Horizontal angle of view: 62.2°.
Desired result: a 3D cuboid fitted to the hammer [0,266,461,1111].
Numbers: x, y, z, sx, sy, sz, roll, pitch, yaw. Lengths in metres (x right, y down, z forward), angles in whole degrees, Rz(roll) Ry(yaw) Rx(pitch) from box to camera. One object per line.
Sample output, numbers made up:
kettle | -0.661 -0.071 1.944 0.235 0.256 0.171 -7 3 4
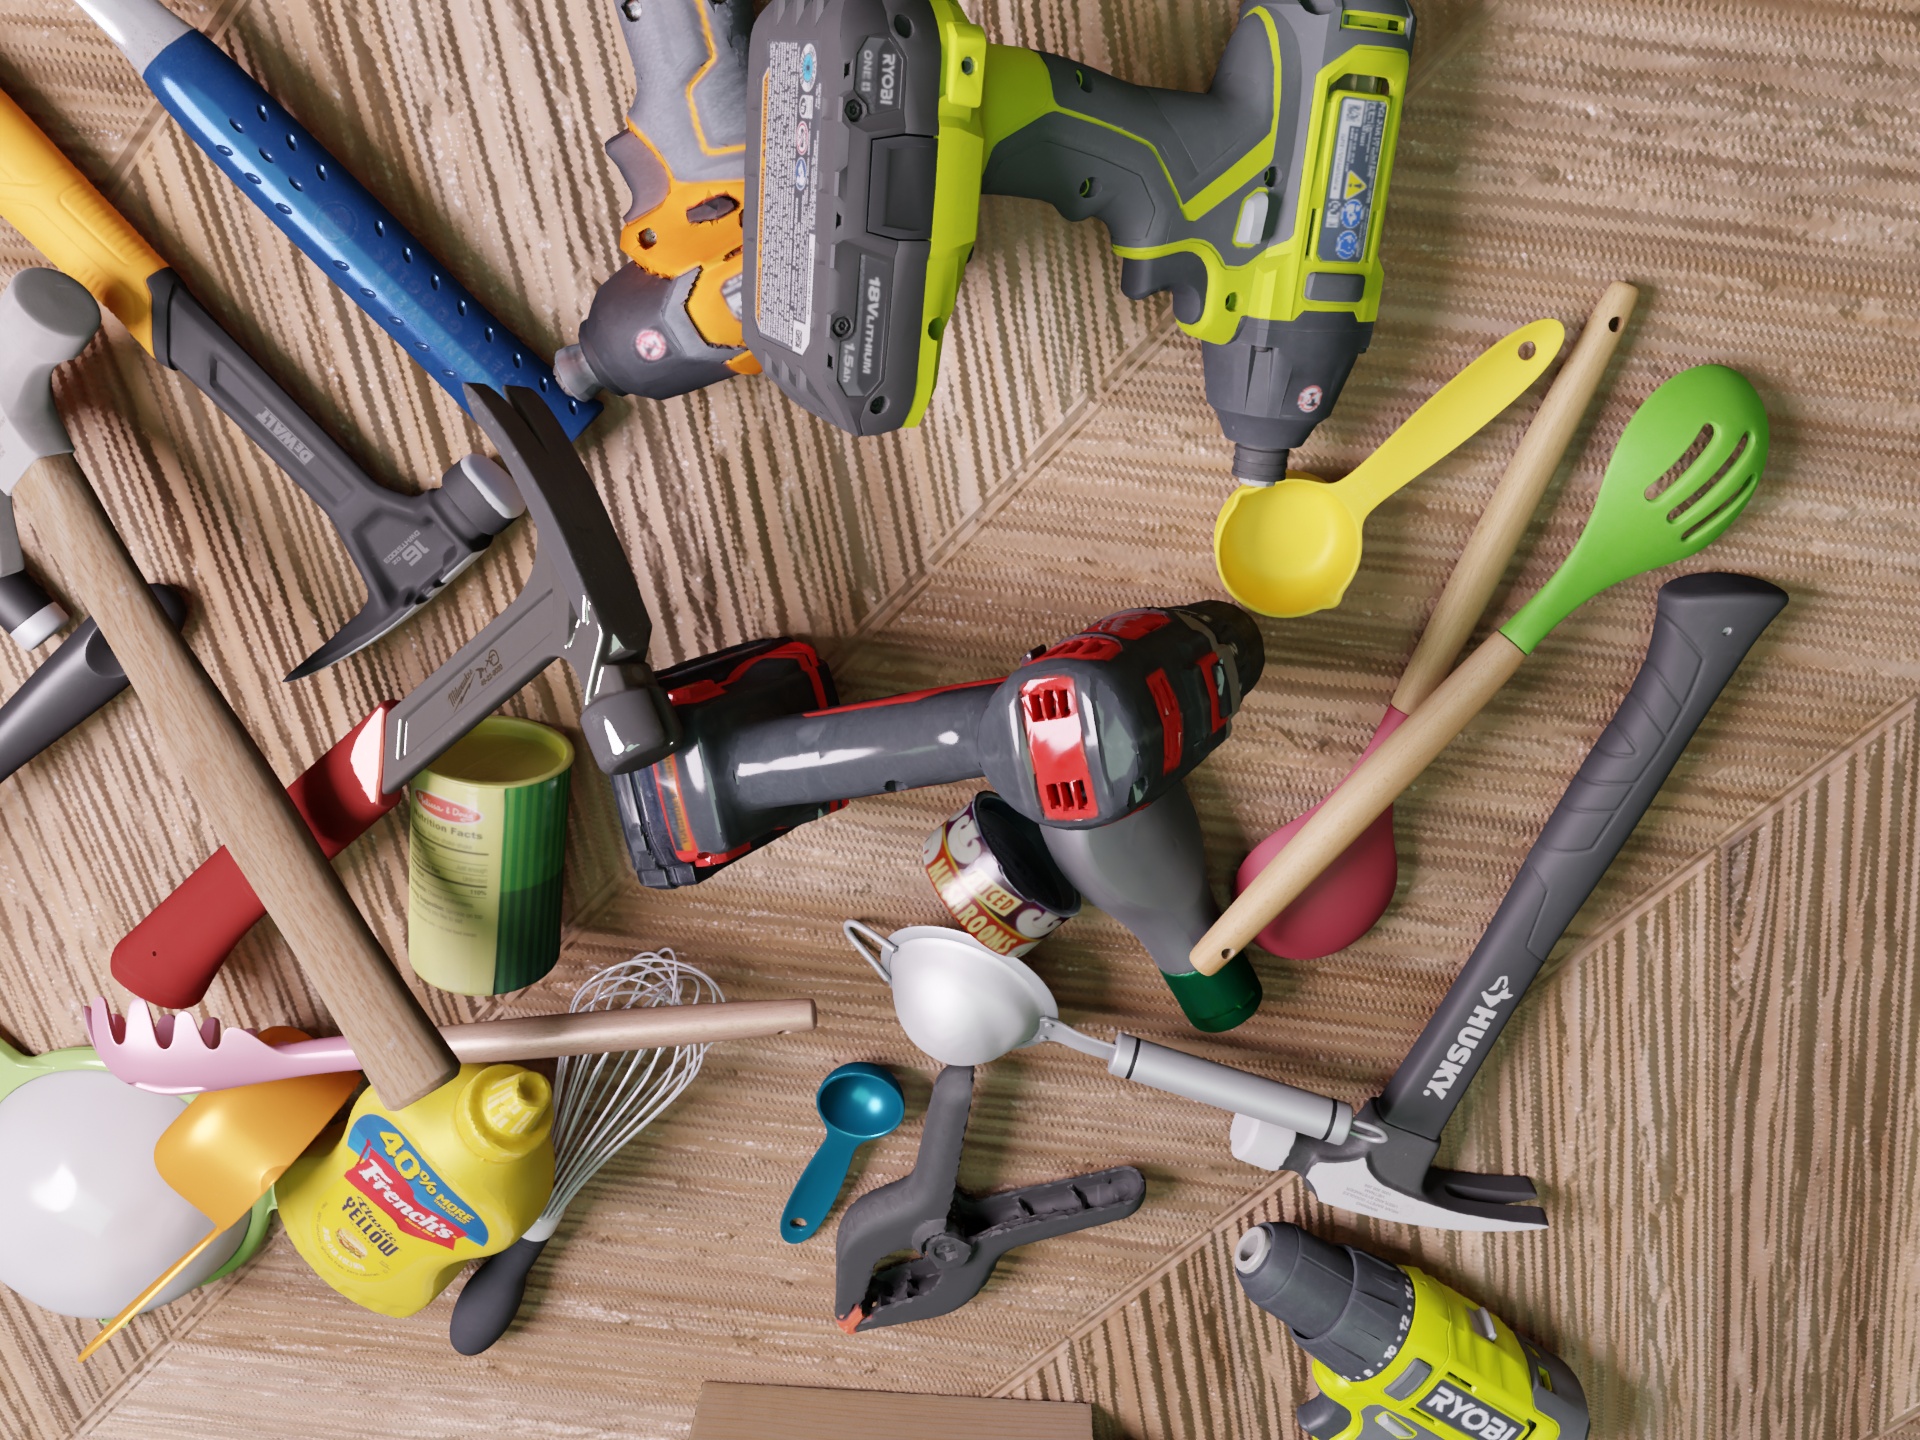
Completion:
hammer | -0.293 0.004 0.609 0.130 0.031 0.331 -32 90 33

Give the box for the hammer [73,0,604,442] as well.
hammer | -0.294 -0.241 0.565 0.144 0.035 0.405 -46 108 -5

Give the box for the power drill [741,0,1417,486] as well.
power drill | 0.046 -0.161 0.533 0.223 0.080 0.171 -6 114 -26

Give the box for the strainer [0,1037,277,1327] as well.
strainer | -0.453 0.200 0.759 0.151 0.069 0.256 -33 109 16

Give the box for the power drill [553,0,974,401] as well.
power drill | -0.117 -0.226 0.555 0.164 0.084 0.226 -25 114 13

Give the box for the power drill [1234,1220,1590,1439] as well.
power drill | 0.168 0.360 0.790 0.190 0.080 0.228 33 108 -12

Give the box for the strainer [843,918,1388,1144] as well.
strainer | 0.064 0.147 0.704 0.258 0.050 0.086 17 140 3

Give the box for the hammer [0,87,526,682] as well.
hammer | -0.330 -0.169 0.615 0.127 0.034 0.336 -37 106 16

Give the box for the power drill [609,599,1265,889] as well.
power drill | -0.001 -0.002 0.607 0.227 0.188 0.080 -8 99 28

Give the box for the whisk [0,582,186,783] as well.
whisk | -0.446 0.039 0.687 0.296 0.073 0.073 -39 106 6

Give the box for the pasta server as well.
pasta server | -0.218 0.130 0.678 0.316 0.060 0.040 -5 71 4

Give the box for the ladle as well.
ladle | 0.196 -0.027 0.651 0.069 0.031 0.315 18 111 -9

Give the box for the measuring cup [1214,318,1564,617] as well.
measuring cup | 0.165 -0.102 0.620 0.156 0.029 0.062 -40 106 15

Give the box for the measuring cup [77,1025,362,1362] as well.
measuring cup | -0.356 0.214 0.730 0.052 0.095 0.173 45 83 -10

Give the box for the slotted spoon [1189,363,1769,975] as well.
slotted spoon | 0.202 -0.010 0.631 0.070 0.031 0.313 35 104 -27

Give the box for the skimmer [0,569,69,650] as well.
skimmer | -0.512 -0.149 0.604 0.127 0.090 0.363 -19 118 46

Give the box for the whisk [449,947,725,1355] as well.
whisk | -0.192 0.215 0.762 0.070 0.070 0.284 28 116 -8

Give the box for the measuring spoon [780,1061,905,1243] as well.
measuring spoon | -0.062 0.209 0.774 0.042 0.021 0.128 22 122 -7

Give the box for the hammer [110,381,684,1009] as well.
hammer | -0.254 0.022 0.644 0.359 0.036 0.149 -33 77 32

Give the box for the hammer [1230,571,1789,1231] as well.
hammer | 0.254 0.087 0.691 0.146 0.035 0.334 21 112 -5
